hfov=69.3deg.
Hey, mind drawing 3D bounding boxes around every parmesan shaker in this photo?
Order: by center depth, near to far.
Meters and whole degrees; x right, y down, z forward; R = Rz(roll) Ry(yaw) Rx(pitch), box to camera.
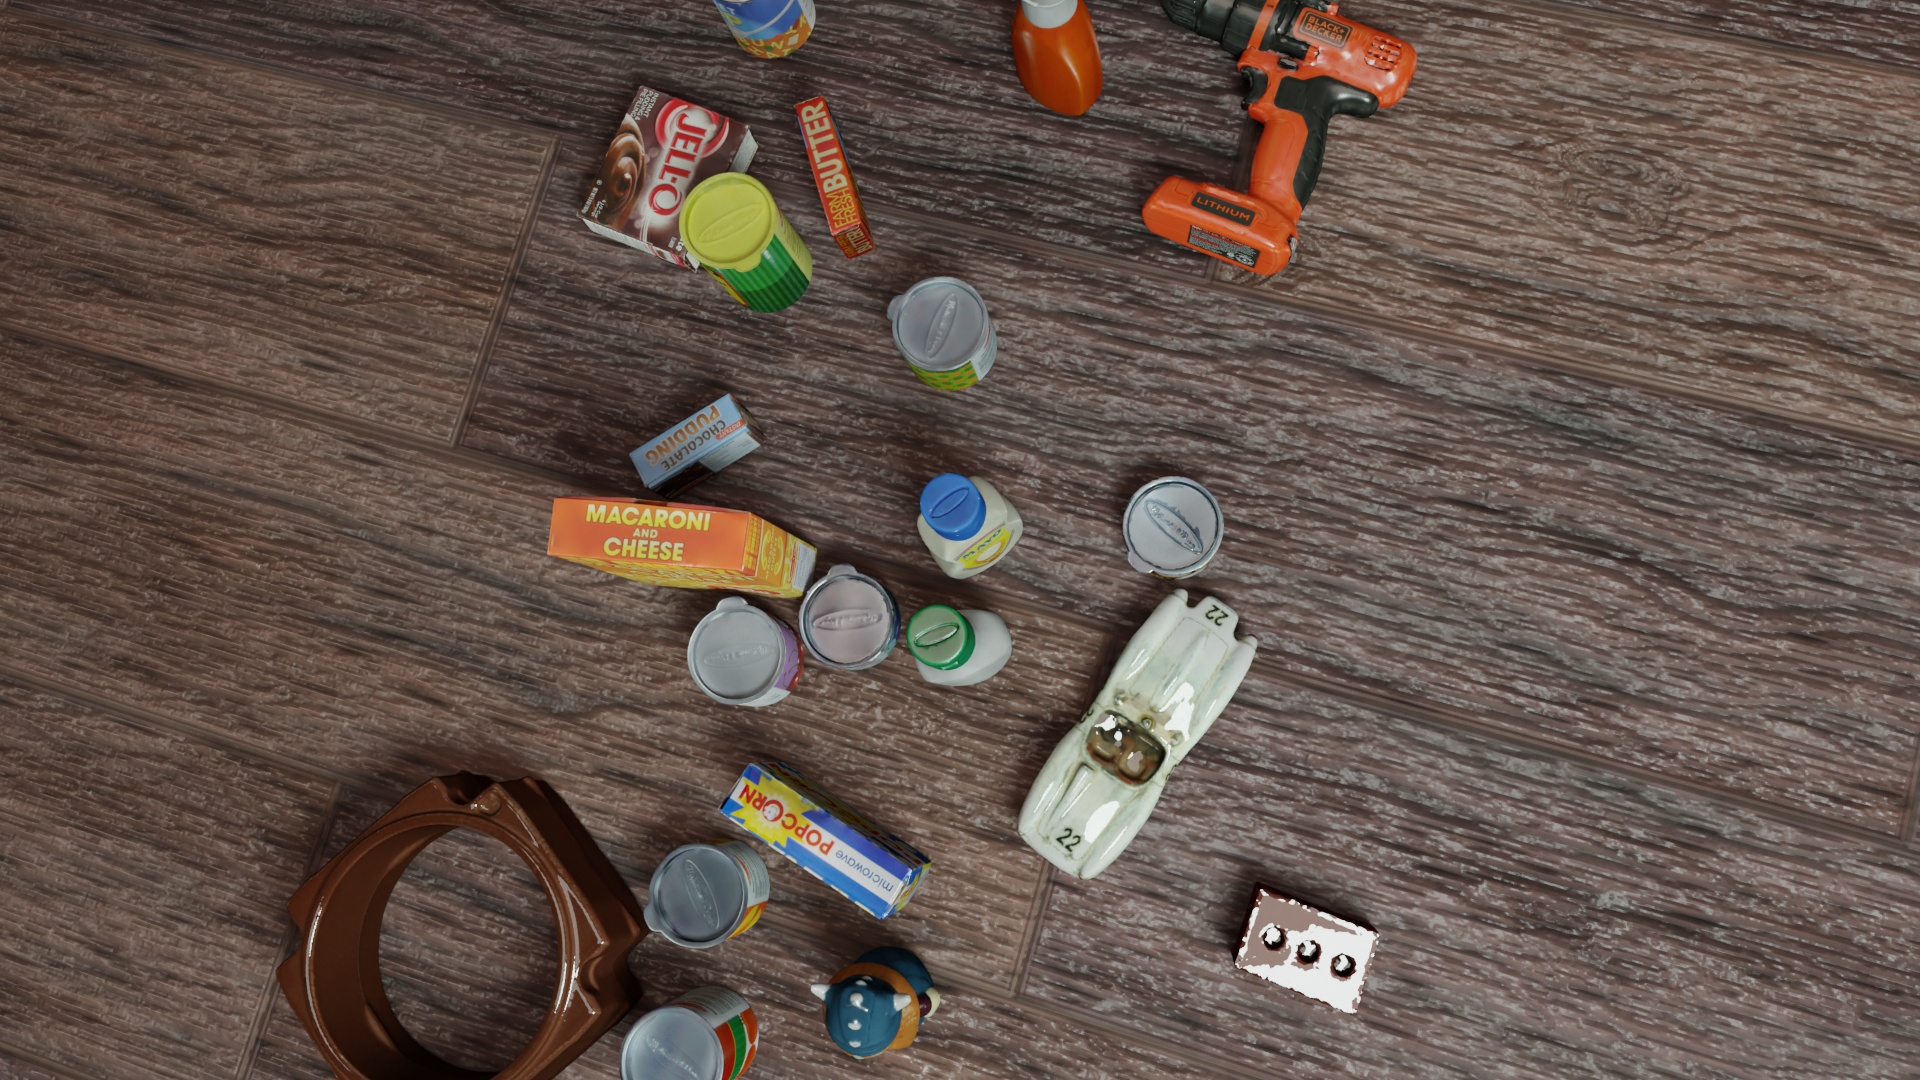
[{"bbox_3d":[-0.145,-0.200,0.960,0.071,0.103,0.071,-1,81,8],"label":"parmesan shaker"}]

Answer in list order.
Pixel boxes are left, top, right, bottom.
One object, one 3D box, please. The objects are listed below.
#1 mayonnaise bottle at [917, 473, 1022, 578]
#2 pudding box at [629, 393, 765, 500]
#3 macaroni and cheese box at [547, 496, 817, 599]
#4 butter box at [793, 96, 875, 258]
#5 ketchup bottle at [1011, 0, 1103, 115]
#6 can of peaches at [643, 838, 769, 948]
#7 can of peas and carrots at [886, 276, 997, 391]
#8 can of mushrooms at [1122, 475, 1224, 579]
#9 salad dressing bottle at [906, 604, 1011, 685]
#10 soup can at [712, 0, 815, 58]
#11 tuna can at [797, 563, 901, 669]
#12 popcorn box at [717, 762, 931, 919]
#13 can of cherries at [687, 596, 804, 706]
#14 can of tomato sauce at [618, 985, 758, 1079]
[{"bbox_3d":[0.003,-0.011,0.887,0.065,0.148,0.041,-37,79,1],"label":"mayonnaise bottle"},{"bbox_3d":[-0.183,-0.064,0.970,0.084,0.049,0.030,-31,79,2],"label":"pudding box"},{"bbox_3d":[-0.174,0.006,0.898,0.124,0.166,0.040,5,82,8],"label":"macaroni and cheese box"},{"bbox_3d":[-0.089,-0.257,0.987,0.024,0.053,0.103,-18,79,5],"label":"butter box"},{"bbox_3d":[0.062,-0.341,0.932,0.065,0.148,0.043,35,88,11],"label":"ketchup bottle"},{"bbox_3d":[-0.166,0.232,0.916,0.071,0.058,0.071,-1,81,7],"label":"can of peaches"},{"bbox_3d":[-0.012,-0.142,0.955,0.071,0.058,0.071,-1,81,7],"label":"can of peas and carrots"},{"bbox_3d":[0.140,-0.006,0.926,0.071,0.033,0.071,-1,81,7],"label":"can of mushrooms"},{"bbox_3d":[-0.003,0.065,0.875,0.064,0.147,0.044,-21,79,4],"label":"salad dressing bottle"},{"bbox_3d":[-0.148,-0.396,1.002,0.071,0.083,0.071,-1,81,8],"label":"soup can"},{"bbox_3d":[-0.075,0.053,0.946,0.071,0.033,0.071,-1,81,7],"label":"tuna can"},{"bbox_3d":[-0.085,0.192,0.898,0.127,0.085,0.038,31,87,11],"label":"popcorn box"},{"bbox_3d":[-0.143,0.076,0.938,0.071,0.058,0.071,-1,81,7],"label":"can of cherries"},{"bbox_3d":[-0.172,0.327,0.889,0.071,0.083,0.071,-1,81,8],"label":"can of tomato sauce"}]
